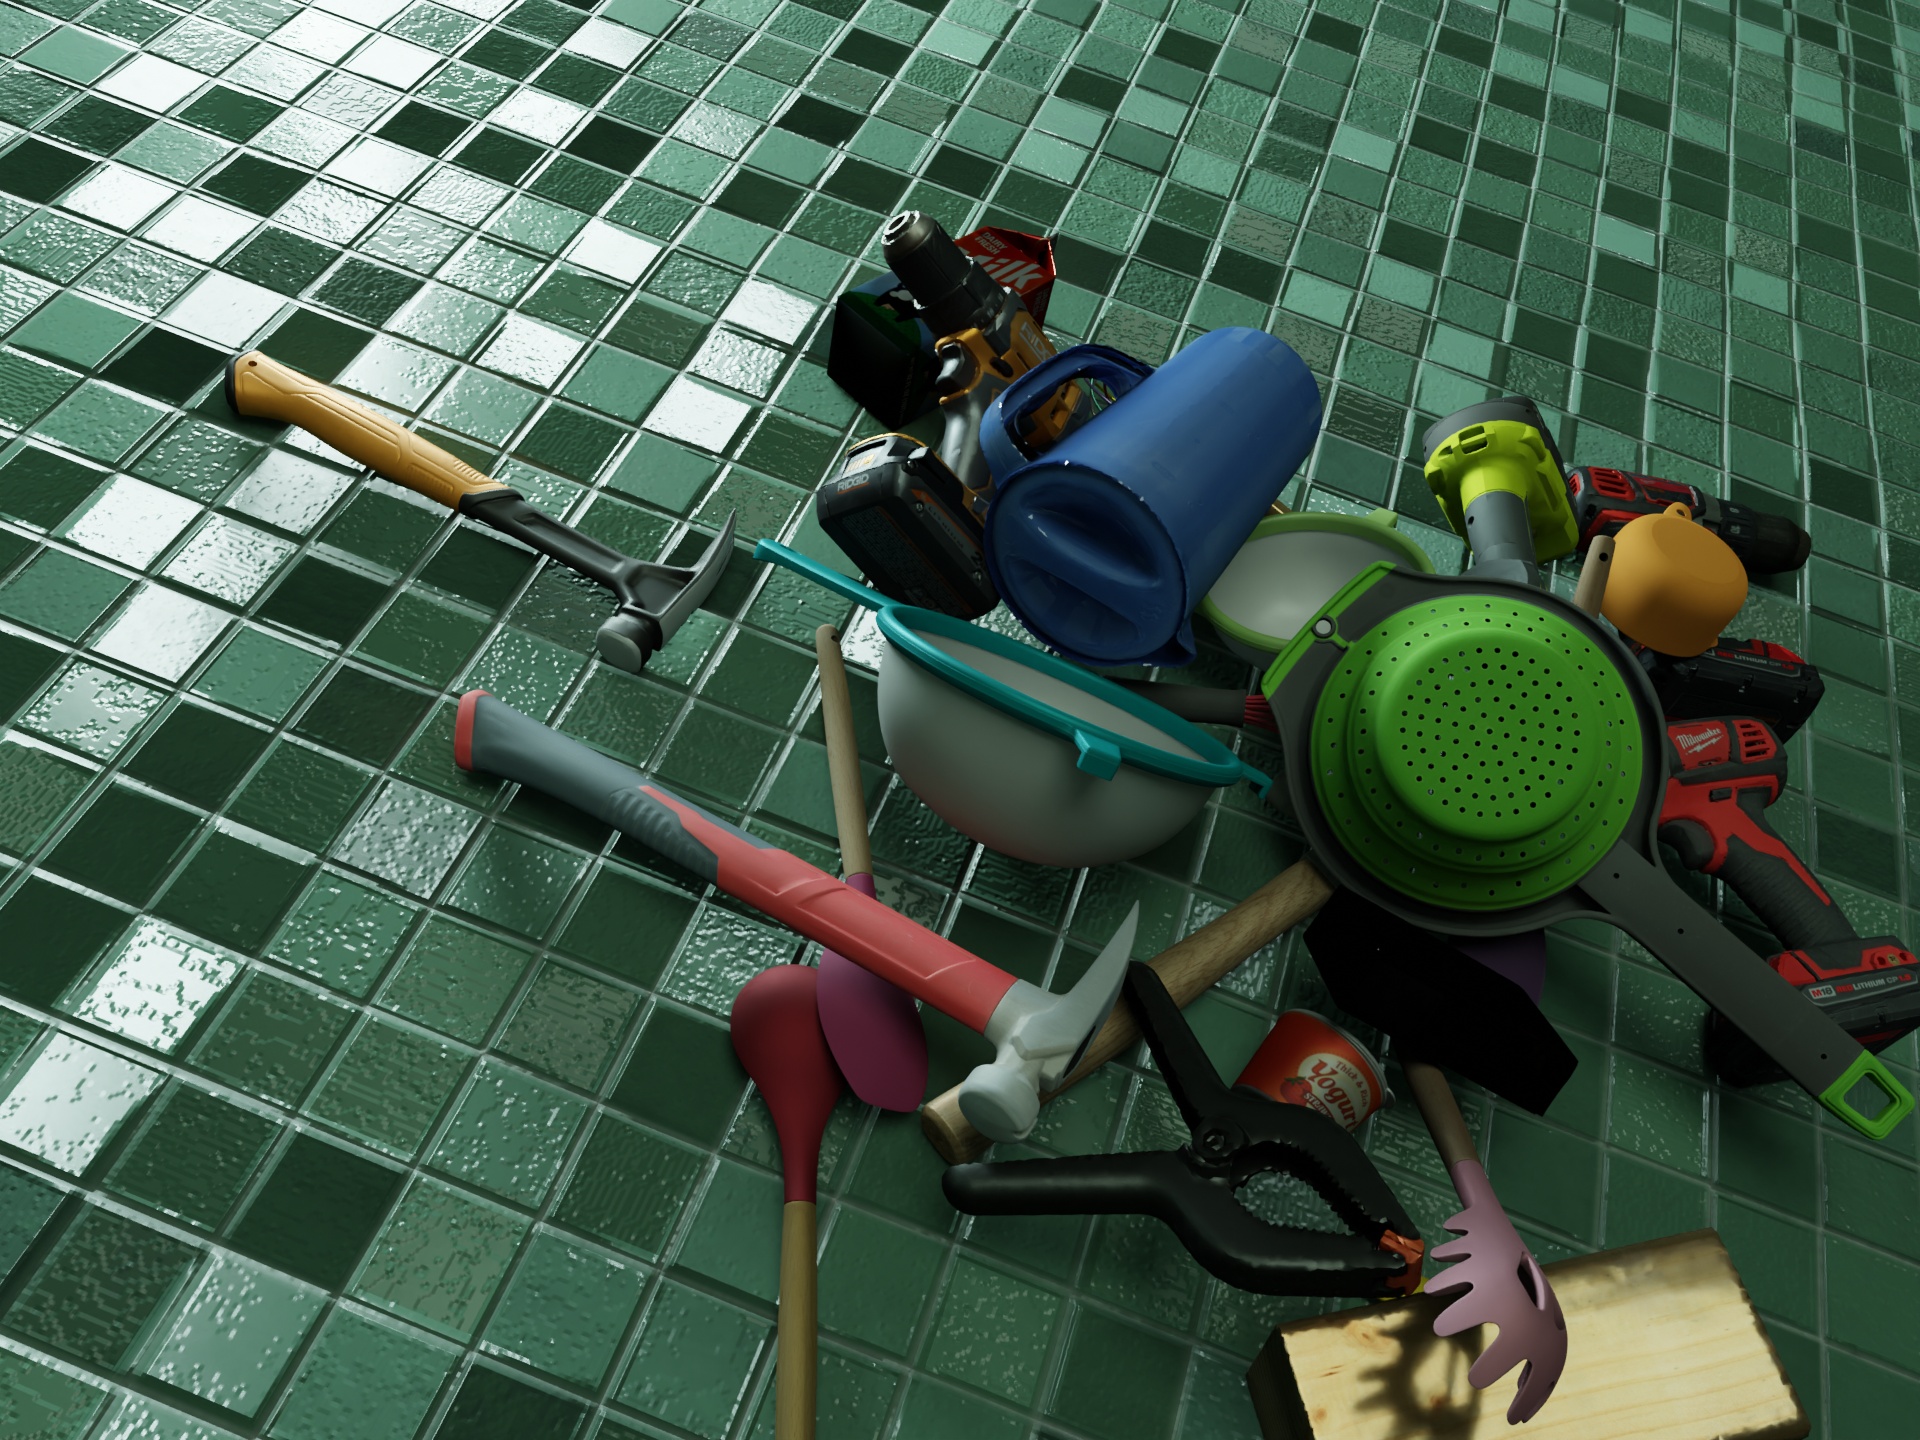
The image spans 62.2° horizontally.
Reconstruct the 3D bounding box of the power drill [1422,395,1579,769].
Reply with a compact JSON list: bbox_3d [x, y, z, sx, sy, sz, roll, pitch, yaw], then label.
[{"bbox_3d":[0.361,-0.087,1.029,0.080,0.171,0.223,-18,43,29],"label":"power drill"}]

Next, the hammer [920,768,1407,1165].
[{"bbox_3d":[0.119,0.141,0.861,0.331,0.031,0.130,-28,63,-29],"label":"hammer"}]

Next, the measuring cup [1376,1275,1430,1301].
[{"bbox_3d":[0.268,0.293,0.777,0.156,0.029,0.062,22,51,1],"label":"measuring cup"}]

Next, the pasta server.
[{"bbox_3d":[0.223,0.201,0.741,0.060,0.040,0.316,46,14,-9],"label":"pasta server"}]

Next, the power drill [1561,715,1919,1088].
[{"bbox_3d":[0.456,0.096,0.940,0.143,0.078,0.220,-5,55,-17],"label":"power drill"}]

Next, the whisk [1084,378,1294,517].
[{"bbox_3d":[0.180,-0.175,1.114,0.245,0.047,0.051,41,67,13],"label":"whisk"}]

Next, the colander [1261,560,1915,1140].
[{"bbox_3d":[0.334,0.067,0.830,0.397,0.094,0.204,44,92,14],"label":"colander"}]

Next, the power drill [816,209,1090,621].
[{"bbox_3d":[-0.011,-0.195,1.000,0.185,0.084,0.226,47,49,-31],"label":"power drill"}]

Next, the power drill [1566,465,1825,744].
[{"bbox_3d":[0.515,-0.079,1.096,0.188,0.080,0.227,10,49,-6],"label":"power drill"}]

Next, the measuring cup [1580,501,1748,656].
[{"bbox_3d":[0.463,-0.112,1.022,0.095,0.052,0.174,31,47,8],"label":"measuring cup"}]

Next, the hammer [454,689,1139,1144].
[{"bbox_3d":[-0.099,0.068,0.826,0.386,0.038,0.143,26,49,19],"label":"hammer"}]

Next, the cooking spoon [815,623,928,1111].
[{"bbox_3d":[-0.058,0.066,0.875,0.068,0.017,0.319,22,41,-34],"label":"cooking spoon"}]

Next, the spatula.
[{"bbox_3d":[0.328,0.043,0.902,0.060,0.018,0.316,18,81,-1],"label":"spatula"}]

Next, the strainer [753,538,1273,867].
[{"bbox_3d":[-0.010,-0.005,0.888,0.341,0.095,0.210,29,11,33],"label":"strainer"}]

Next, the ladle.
[{"bbox_3d":[-0.076,0.250,0.735,0.069,0.031,0.316,6,54,-13],"label":"ladle"}]

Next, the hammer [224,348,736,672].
[{"bbox_3d":[-0.305,-0.150,0.983,0.337,0.034,0.127,27,53,8],"label":"hammer"}]

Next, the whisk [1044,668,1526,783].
[{"bbox_3d":[0.189,-0.005,0.951,0.296,0.073,0.073,6,51,8],"label":"whisk"}]

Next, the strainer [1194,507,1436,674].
[{"bbox_3d":[0.171,-0.061,1.015,0.256,0.069,0.152,-6,40,4],"label":"strainer"}]
